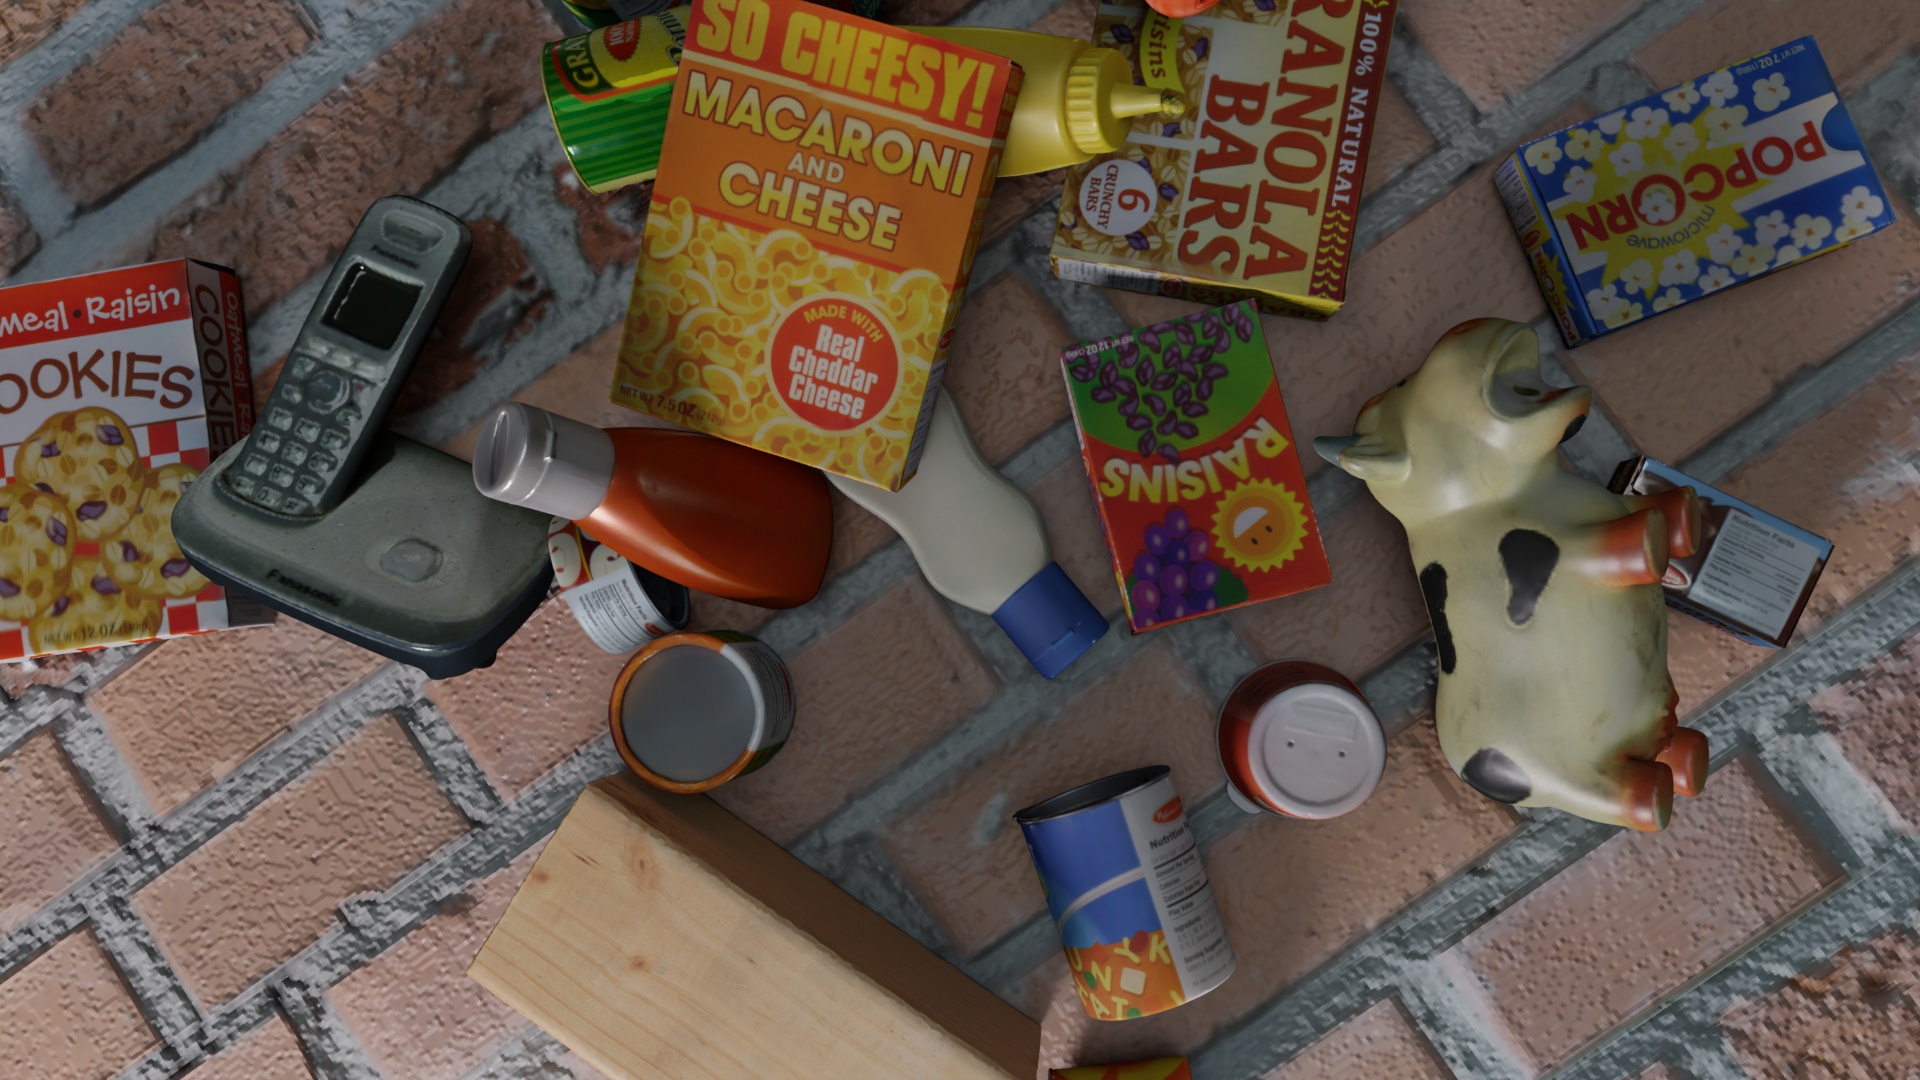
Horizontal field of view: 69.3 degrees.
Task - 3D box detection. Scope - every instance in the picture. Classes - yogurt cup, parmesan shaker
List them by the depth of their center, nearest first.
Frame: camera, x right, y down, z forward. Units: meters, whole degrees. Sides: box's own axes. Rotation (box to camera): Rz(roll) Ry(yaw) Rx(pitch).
[{"bbox_3d":[0.141,0.083,0.568,0.072,0.054,0.072,0,86,5],"label":"yogurt cup"},{"bbox_3d":[-0.119,-0.197,0.603,0.103,0.071,0.071,-14,86,4],"label":"parmesan shaker"}]

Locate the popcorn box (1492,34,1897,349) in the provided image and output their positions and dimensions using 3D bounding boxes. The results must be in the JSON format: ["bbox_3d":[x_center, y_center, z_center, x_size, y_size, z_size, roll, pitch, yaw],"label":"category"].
[{"bbox_3d":[0.299,-0.142,0.575,0.127,0.038,0.085,-21,84,4],"label":"popcorn box"}]

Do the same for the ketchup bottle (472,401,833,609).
[{"bbox_3d":[-0.117,-0.017,0.552,0.043,0.149,0.065,-12,68,39],"label":"ketchup bottle"}]

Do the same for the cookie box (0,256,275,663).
[{"bbox_3d":[-0.387,-0.035,0.629,0.123,0.040,0.167,-8,87,4],"label":"cookie box"}]

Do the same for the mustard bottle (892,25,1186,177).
[{"bbox_3d":[0.019,-0.178,0.566,0.160,0.065,0.049,10,78,29],"label":"mustard bottle"}]

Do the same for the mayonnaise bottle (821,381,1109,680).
[{"bbox_3d":[0.002,-0.007,0.593,0.065,0.041,0.148,-41,85,3],"label":"mayonnaise bottle"}]

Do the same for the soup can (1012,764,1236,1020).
[{"bbox_3d":[0.066,0.143,0.566,0.071,0.071,0.084,-19,86,4],"label":"soup can"}]

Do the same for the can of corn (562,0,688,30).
[{"bbox_3d":[-0.158,-0.266,0.613,0.071,0.058,0.071,0,87,5],"label":"can of corn"}]

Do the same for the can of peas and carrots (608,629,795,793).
[{"bbox_3d":[-0.110,0.072,0.588,0.071,0.058,0.071,0,86,5],"label":"can of peas and carrots"}]

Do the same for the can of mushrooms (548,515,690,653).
[{"bbox_3d":[-0.145,0.011,0.593,0.033,0.071,0.071,-23,85,5],"label":"can of mushrooms"}]

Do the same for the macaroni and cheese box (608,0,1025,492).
[{"bbox_3d":[-0.057,-0.117,0.539,0.124,0.040,0.166,18,106,5],"label":"macaroni and cheese box"}]

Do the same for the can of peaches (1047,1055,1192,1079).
[{"bbox_3d":[0.068,0.244,0.556,0.058,0.071,0.071,-7,86,4],"label":"can of peaches"}]

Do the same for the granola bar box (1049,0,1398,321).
[{"bbox_3d":[0.114,-0.187,0.593,0.124,0.039,0.165,10,88,6],"label":"granola bar box"}]

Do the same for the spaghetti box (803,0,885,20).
[{"bbox_3d":[-0.134,-0.290,0.567,0.250,0.028,0.050,30,86,5],"label":"spaghetti box"}]

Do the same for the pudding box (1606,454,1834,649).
[{"bbox_3d":[0.303,0.004,0.570,0.084,0.030,0.049,26,91,6],"label":"pudding box"}]

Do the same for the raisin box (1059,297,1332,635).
[{"bbox_3d":[0.097,-0.030,0.586,0.086,0.040,0.123,-15,84,3],"label":"raisin box"}]
